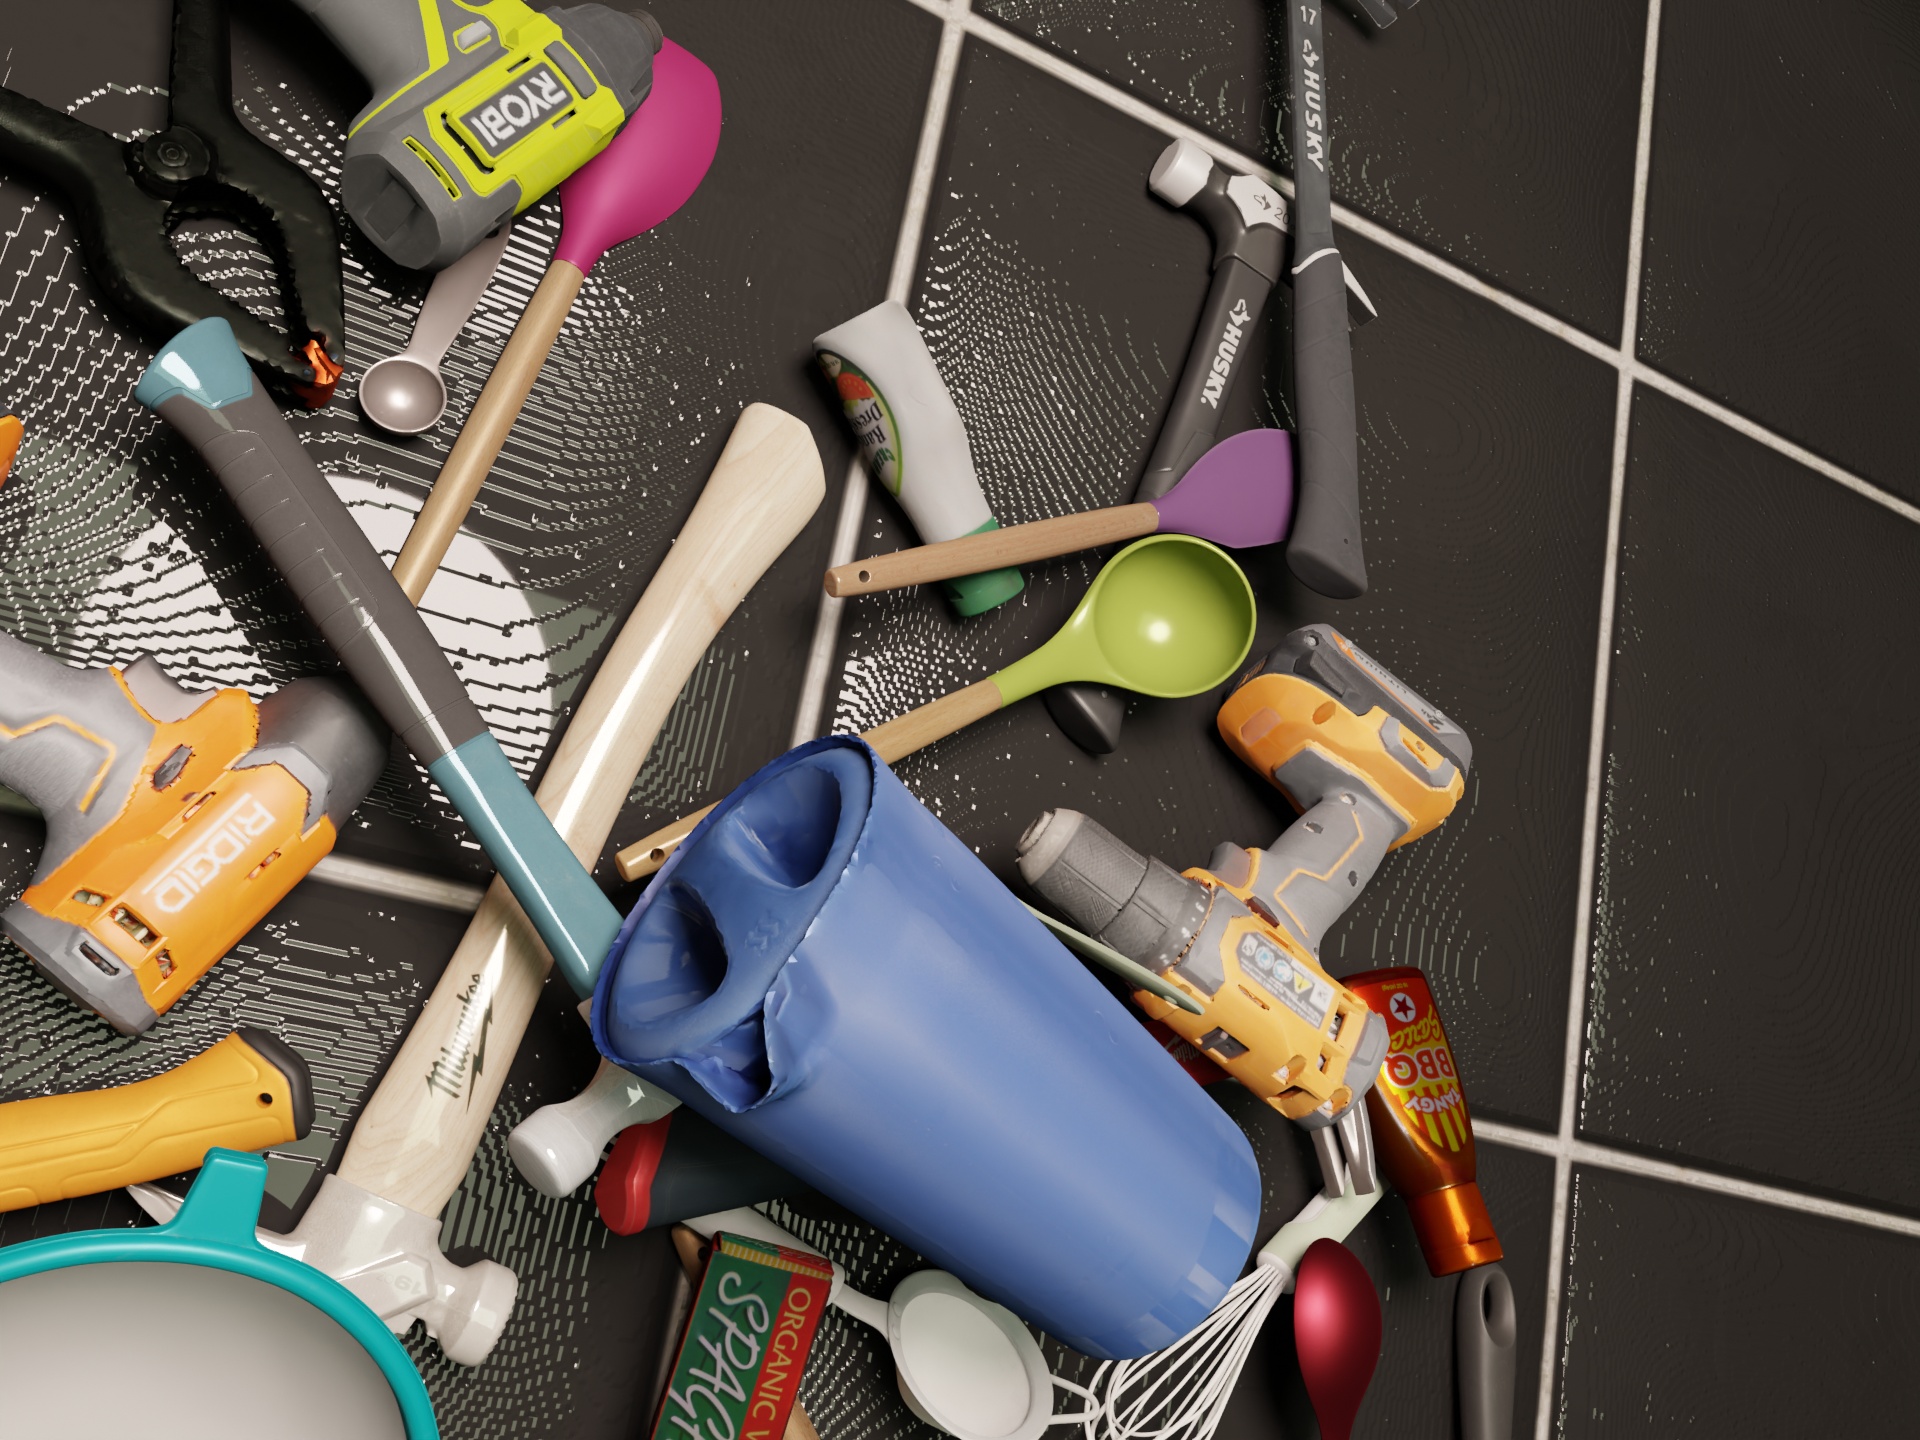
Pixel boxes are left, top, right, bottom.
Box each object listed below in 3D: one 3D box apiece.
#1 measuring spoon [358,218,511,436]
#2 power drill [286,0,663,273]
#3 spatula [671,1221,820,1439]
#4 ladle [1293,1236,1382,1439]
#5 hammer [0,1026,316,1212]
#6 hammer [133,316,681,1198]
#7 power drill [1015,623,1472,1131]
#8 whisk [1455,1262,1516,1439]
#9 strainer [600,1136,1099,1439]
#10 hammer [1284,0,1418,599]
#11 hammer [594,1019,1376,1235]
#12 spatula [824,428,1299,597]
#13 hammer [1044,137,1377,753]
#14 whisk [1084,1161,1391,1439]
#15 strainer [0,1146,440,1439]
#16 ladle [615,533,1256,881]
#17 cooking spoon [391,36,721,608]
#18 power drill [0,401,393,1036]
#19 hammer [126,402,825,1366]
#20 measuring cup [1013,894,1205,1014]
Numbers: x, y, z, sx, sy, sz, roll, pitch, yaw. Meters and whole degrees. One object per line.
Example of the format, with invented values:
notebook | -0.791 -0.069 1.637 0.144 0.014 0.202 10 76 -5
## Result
measuring spoon | -0.219 -0.170 0.677 0.034 0.018 0.124 23 65 -13
power drill | -0.232 -0.313 0.639 0.223 0.080 0.171 49 52 -19
spatula | -0.038 0.347 0.663 0.082 0.044 0.317 -29 94 -36
ladle | 0.170 0.406 0.749 0.069 0.031 0.315 6 88 -47
hammer | -0.381 0.161 0.498 0.336 0.034 0.127 -9 85 -21
hammer | -0.192 0.000 0.579 0.128 0.033 0.331 -36 93 -41
power drill | 0.138 0.053 0.755 0.185 0.084 0.226 37 52 -4
whisk | 0.265 0.427 0.804 0.073 0.073 0.296 17 68 -24
strainer | -0.052 0.240 0.668 0.258 0.087 0.050 38 111 -16
hammer | 0.193 -0.261 0.854 0.149 0.036 0.409 9 73 -28
hammer | 0.031 0.177 0.691 0.386 0.038 0.143 -4 73 -36
spatula | 0.071 -0.096 0.765 0.316 0.018 0.060 -16 93 -33
hammer | 0.120 -0.136 0.834 0.146 0.035 0.335 28 70 -20
whisk | 0.148 0.273 0.774 0.246 0.058 0.059 -33 88 -33
strainer | -0.262 0.306 0.535 0.211 0.095 0.340 -28 111 -21
ladle | -0.001 -0.002 0.697 0.320 0.062 0.078 -25 100 -27
cooking spoon | -0.181 -0.176 0.692 0.068 0.017 0.319 28 69 -21
power drill | -0.317 -0.023 0.563 0.226 0.084 0.164 49 61 -16
hammer | -0.168 0.036 0.654 0.146 0.038 0.411 30 68 -19
measuring cup | 0.024 0.100 0.682 0.038 0.168 0.083 -55 149 -18
